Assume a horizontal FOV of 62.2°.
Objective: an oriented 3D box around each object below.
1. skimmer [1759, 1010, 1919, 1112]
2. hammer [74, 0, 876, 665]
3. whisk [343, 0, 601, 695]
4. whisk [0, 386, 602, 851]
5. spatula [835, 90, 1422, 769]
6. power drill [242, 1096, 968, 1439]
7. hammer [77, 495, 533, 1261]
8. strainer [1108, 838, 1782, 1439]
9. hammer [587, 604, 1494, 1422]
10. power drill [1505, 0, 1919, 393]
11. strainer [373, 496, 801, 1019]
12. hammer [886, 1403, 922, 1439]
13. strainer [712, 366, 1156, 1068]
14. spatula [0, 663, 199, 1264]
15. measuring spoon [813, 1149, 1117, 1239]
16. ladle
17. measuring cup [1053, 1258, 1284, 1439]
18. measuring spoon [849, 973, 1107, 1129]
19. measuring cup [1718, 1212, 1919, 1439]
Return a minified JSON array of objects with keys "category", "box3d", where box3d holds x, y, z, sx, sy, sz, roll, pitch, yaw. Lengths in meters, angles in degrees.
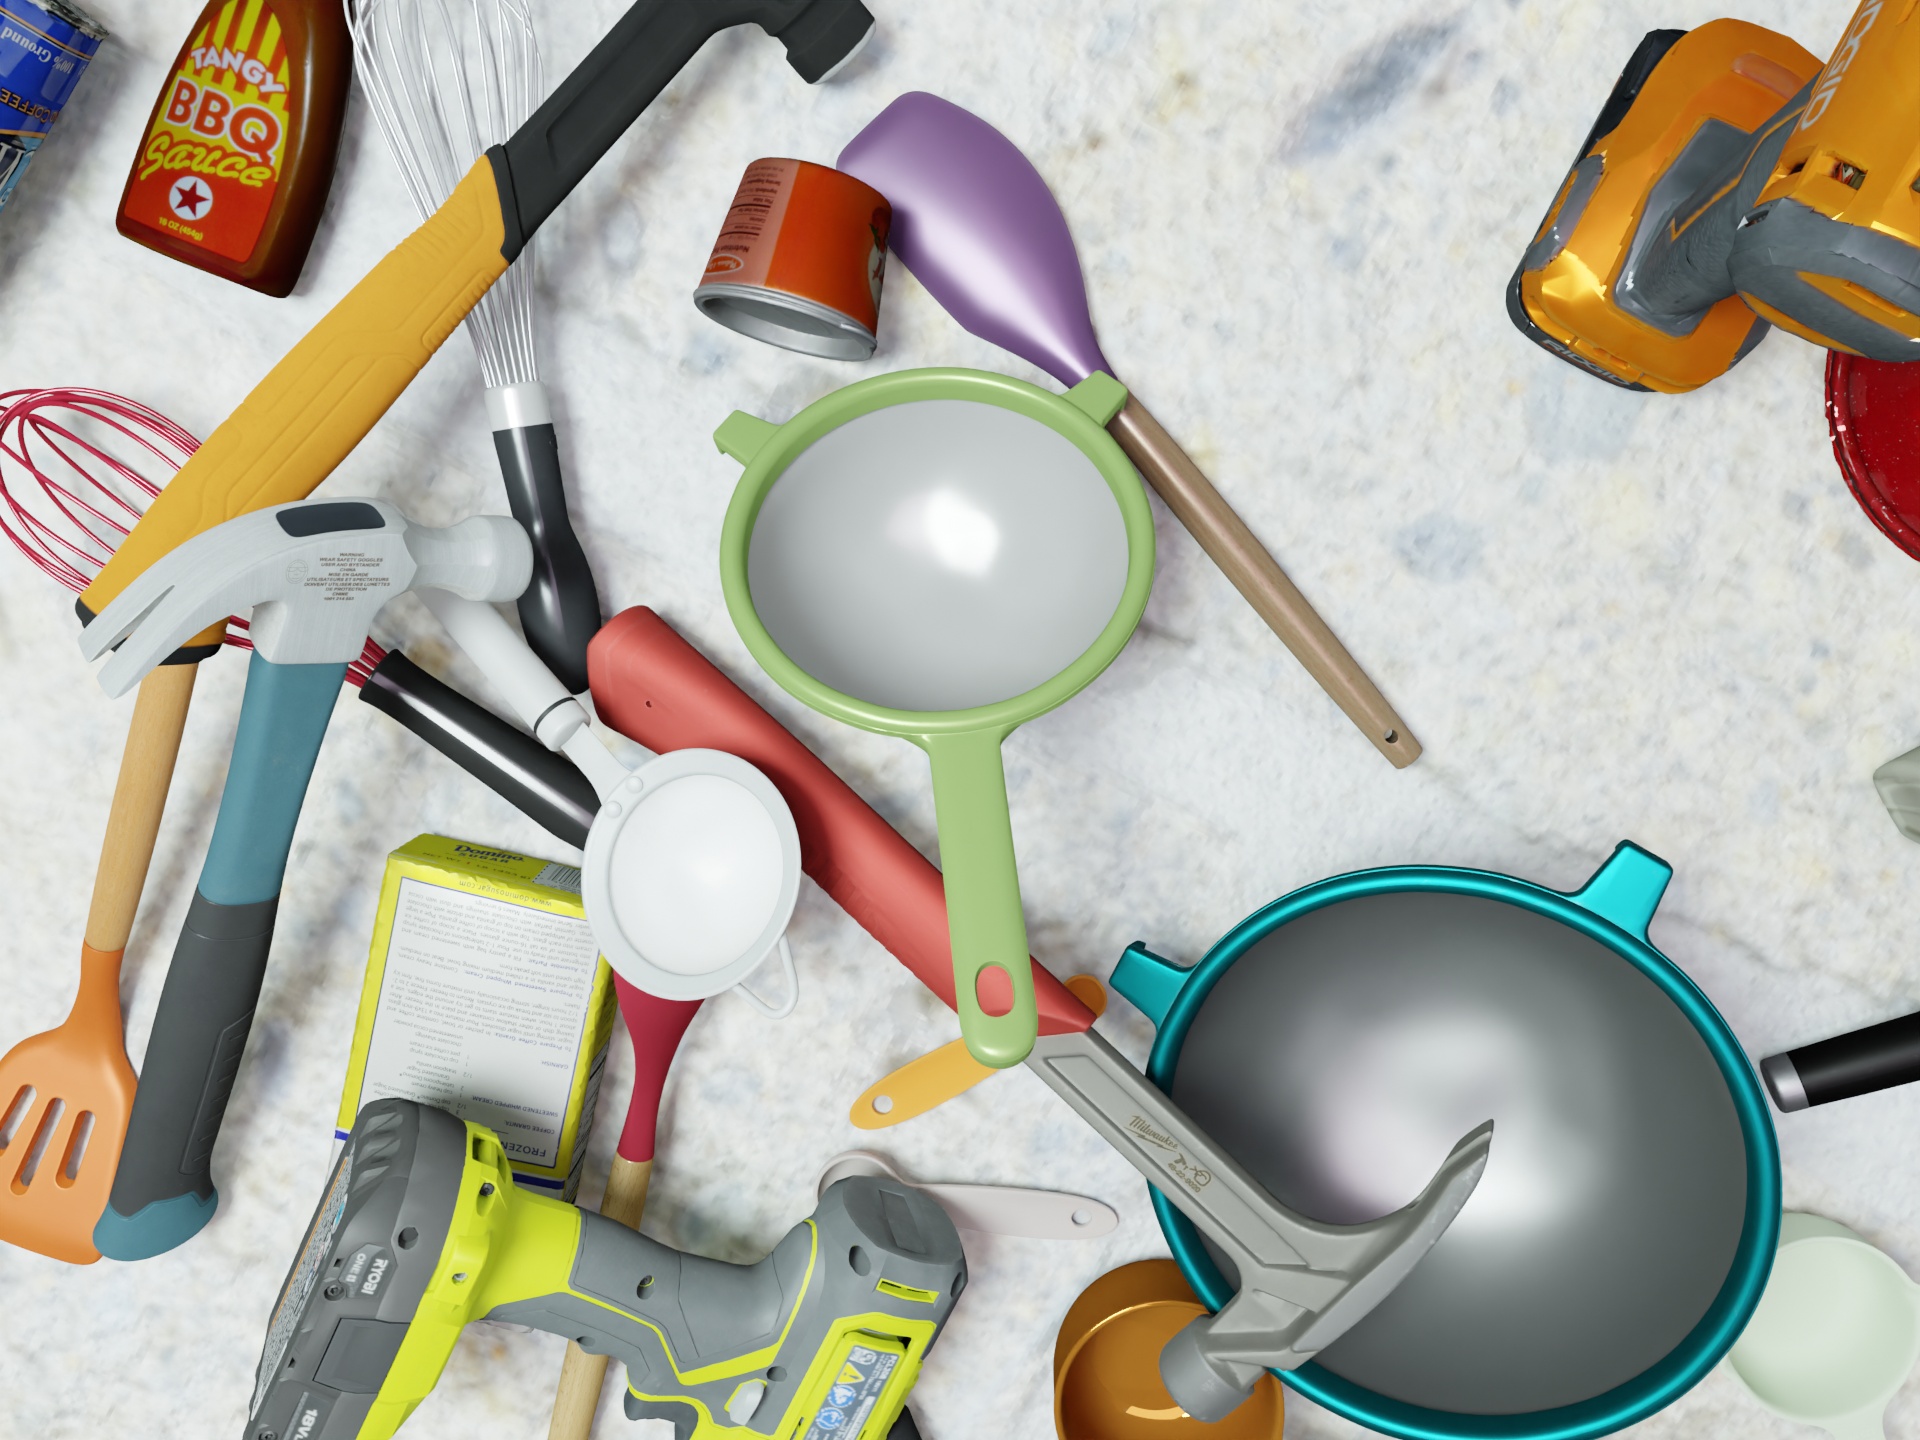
[{"category":"skimmer","box3d":[0.486,0.073,0.609,0.363,0.090,0.127,-22,99,14]},{"category":"hammer","box3d":[-0.175,-0.160,0.530,0.127,0.034,0.337,42,82,-28]},{"category":"whisk","box3d":[-0.168,-0.148,0.583,0.070,0.070,0.284,-9,101,2]},{"category":"whisk","box3d":[-0.235,-0.028,0.596,0.295,0.073,0.073,35,96,-8]},{"category":"spatula","box3d":[0.072,-0.106,0.600,0.060,0.018,0.316,-39,94,9]},{"category":"power drill","box3d":[-0.132,0.242,0.585,0.228,0.080,0.190,22,103,-22]},{"category":"hammer","box3d":[-0.257,0.070,0.564,0.033,0.128,0.331,44,120,34]},{"category":"strainer","box3d":[0.198,0.206,0.587,0.211,0.095,0.340,-16,94,23]},{"category":"hammer","box3d":[0.007,0.078,0.569,0.359,0.036,0.149,42,111,10]},{"category":"power drill","box3d":[0.261,-0.184,0.481,0.084,0.226,0.164,27,96,-2]},{"category":"strainer","box3d":[-0.136,0.006,0.571,0.087,0.050,0.258,-46,76,8]},{"category":"hammer","box3d":[0.054,0.424,0.655,0.146,0.035,0.334,-31,95,5]},{"category":"strainer","box3d":[-0.001,-0.002,0.551,0.151,0.069,0.257,-7,65,-1]},{"category":"spatula","box3d":[-0.320,0.068,0.595,0.081,0.041,0.322,25,113,-2]},{"category":"measuring spoon","box3d":[0.002,0.192,0.641,0.124,0.018,0.034,9,104,-7]},{"category":"ladle","box3d":[-0.135,0.193,0.626,0.031,0.069,0.315,20,104,24]},{"category":"measuring cup","box3d":[0.115,0.281,0.629,0.173,0.052,0.095,33,96,-5]},{"category":"measuring spoon","box3d":[0.006,0.133,0.635,0.117,0.011,0.021,-30,96,8]},{"category":"measuring cup","box3d":[0.347,0.273,0.631,0.083,0.038,0.167,-22,98,4]}]
